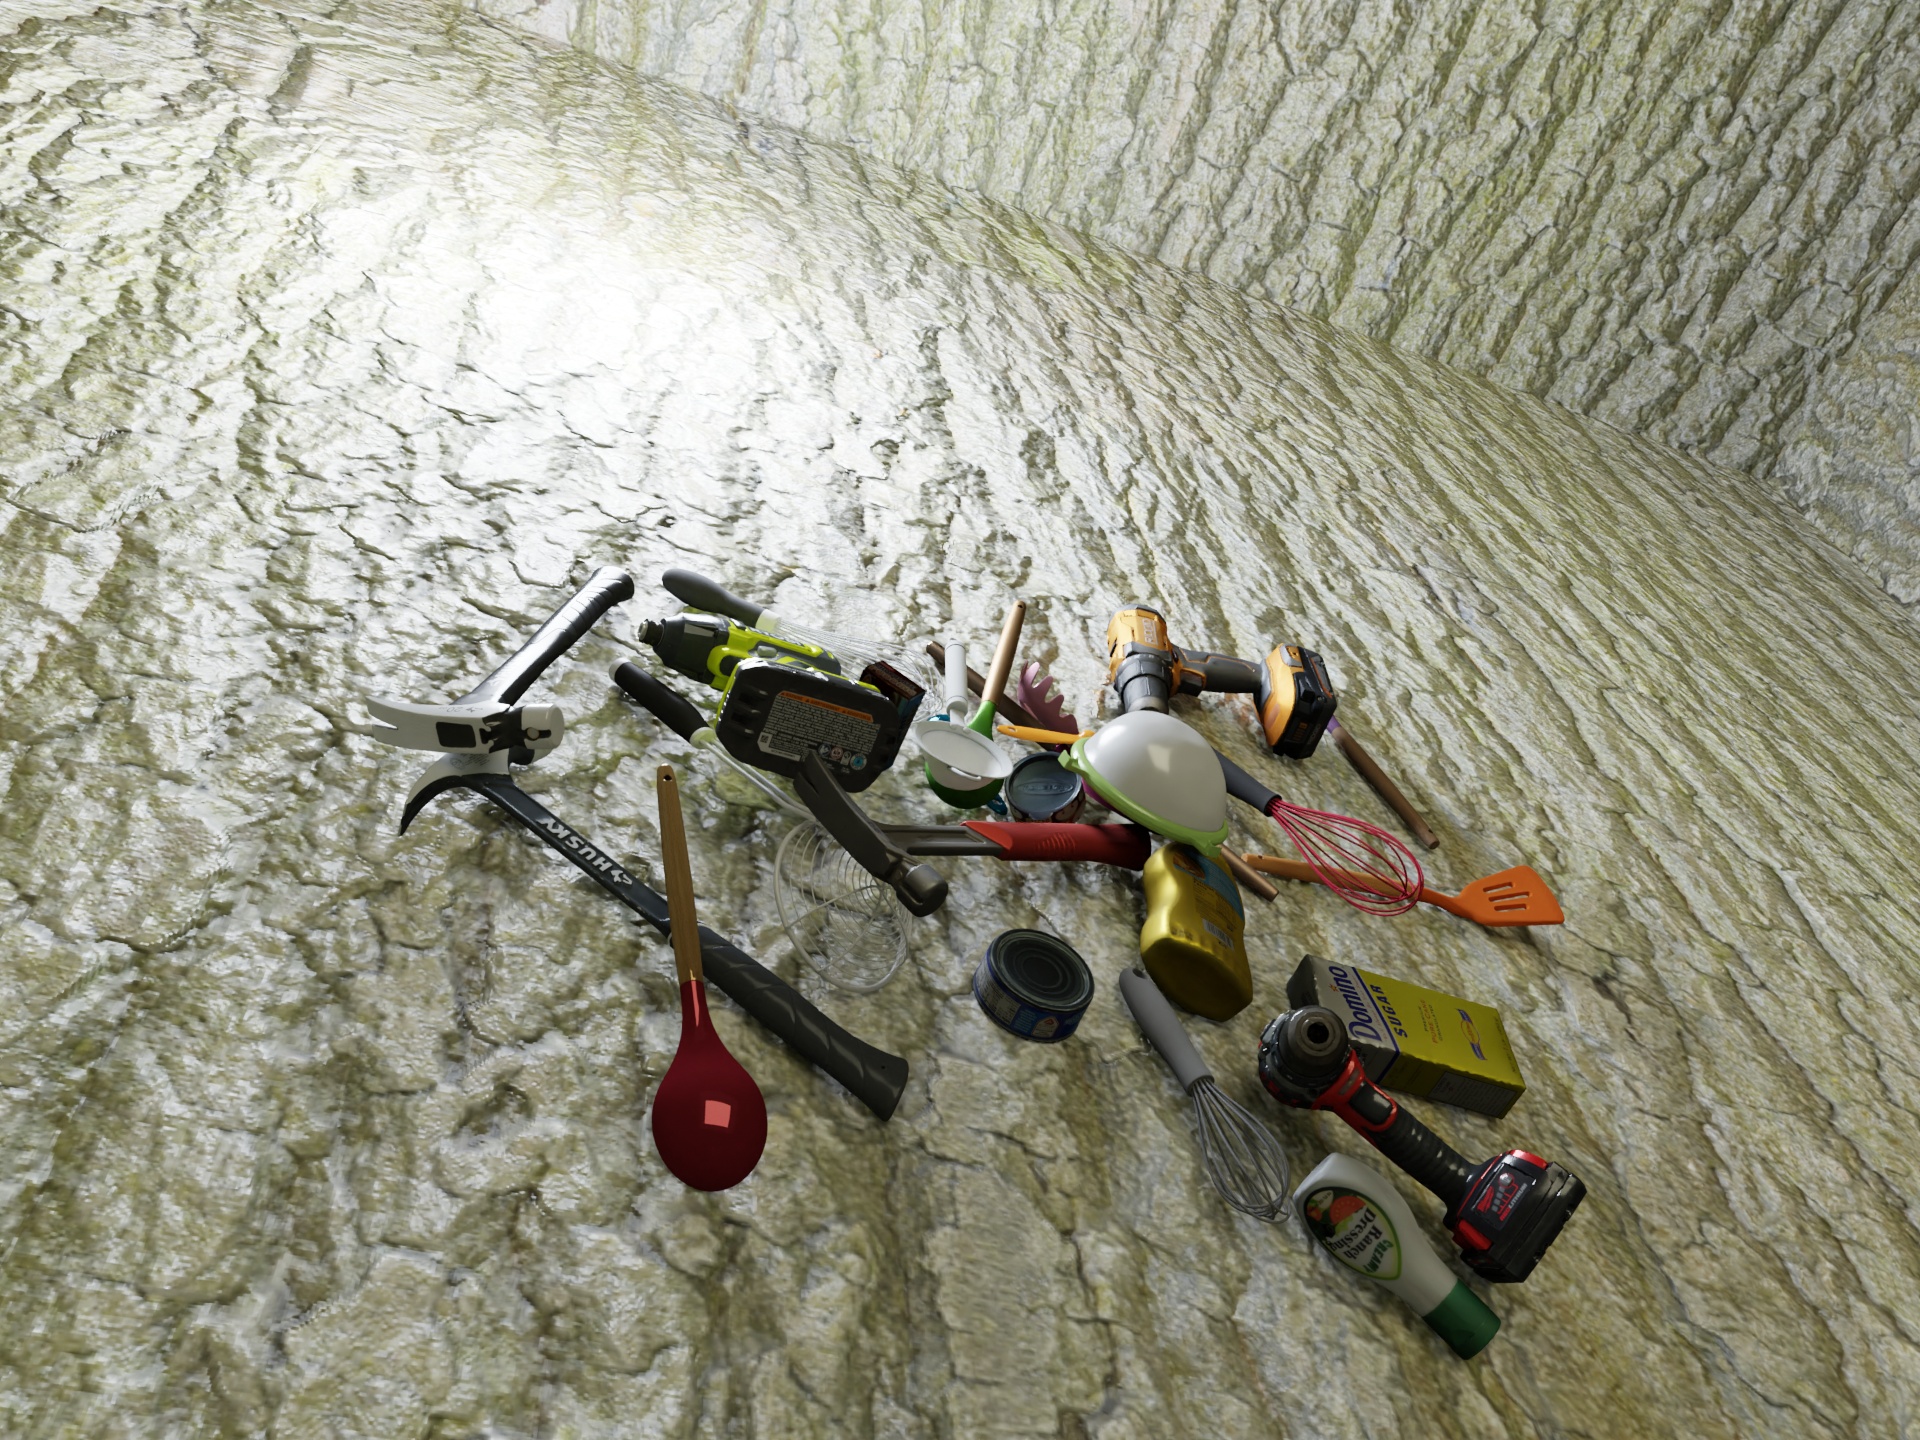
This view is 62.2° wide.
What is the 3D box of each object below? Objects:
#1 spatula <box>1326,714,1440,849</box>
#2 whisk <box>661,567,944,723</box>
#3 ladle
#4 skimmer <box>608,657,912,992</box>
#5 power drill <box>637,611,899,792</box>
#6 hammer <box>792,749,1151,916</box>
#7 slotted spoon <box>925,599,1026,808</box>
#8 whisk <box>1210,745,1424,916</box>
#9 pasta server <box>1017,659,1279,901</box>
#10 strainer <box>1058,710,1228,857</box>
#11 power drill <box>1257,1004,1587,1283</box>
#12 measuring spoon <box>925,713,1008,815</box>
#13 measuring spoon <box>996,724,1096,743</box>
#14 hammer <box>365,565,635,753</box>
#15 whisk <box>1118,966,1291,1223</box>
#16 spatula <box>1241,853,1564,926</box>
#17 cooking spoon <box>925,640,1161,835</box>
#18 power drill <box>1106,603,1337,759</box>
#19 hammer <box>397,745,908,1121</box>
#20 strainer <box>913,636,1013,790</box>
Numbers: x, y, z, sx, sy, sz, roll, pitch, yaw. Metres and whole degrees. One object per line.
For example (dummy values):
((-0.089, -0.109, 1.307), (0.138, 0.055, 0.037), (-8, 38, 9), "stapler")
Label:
((0.409, 0.027, 1.675), (0.059, 0.018, 0.316), (4, 36, -29), "spatula")
((-0.142, -0.073, 1.414), (0.284, 0.070, 0.070), (25, 31, 9), "whisk")
((-0.174, 0.150, 1.022), (0.069, 0.031, 0.316), (0, 47, -19), "ladle")
((-0.169, 0.068, 1.203), (0.364, 0.090, 0.127), (34, 19, 35), "skimmer")
((-0.153, -0.026, 1.251), (0.171, 0.080, 0.223), (16, 10, -28), "power drill")
((0.034, 0.087, 1.225), (0.149, 0.036, 0.358), (44, 22, 31), "hammer")
((0.028, -0.027, 1.438), (0.070, 0.031, 0.314), (24, 36, -3), "slotted spoon")
((0.297, 0.087, 1.439), (0.073, 0.073, 0.296), (-5, 29, -39), "whisk")
((0.166, 0.055, 1.447), (0.316, 0.040, 0.060), (39, -10, 19), "pasta server")
((0.189, 0.025, 1.386), (0.151, 0.069, 0.256), (32, 21, 9), "strainer")
((0.303, 0.278, 1.086), (0.227, 0.080, 0.187), (37, -11, 18), "power drill")
((0.009, 0.034, 1.384), (0.042, 0.021, 0.129), (-2, 39, -37), "measuring spoon")
((0.079, 0.010, 1.403), (0.116, 0.011, 0.021), (7, 27, -39), "measuring spoon")
((-0.332, -0.056, 1.244), (0.146, 0.035, 0.335), (0, 24, 8), "hammer")
((0.168, 0.261, 1.135), (0.055, 0.055, 0.239), (6, 32, -28), "whisk")
((0.405, 0.148, 1.469), (0.322, 0.041, 0.081), (12, 34, -19), "spatula")
((0.072, 0.012, 1.435), (0.319, 0.017, 0.068), (39, 18, 34), "cooking spoon")
((0.258, -0.030, 1.603), (0.226, 0.084, 0.185), (15, 32, -7), "power drill")
((-0.201, 0.135, 1.076), (0.409, 0.036, 0.149), (34, 34, 15), "hammer")
((-0.002, -0.004, 1.337), (0.087, 0.050, 0.259), (19, 30, -12), "strainer")
